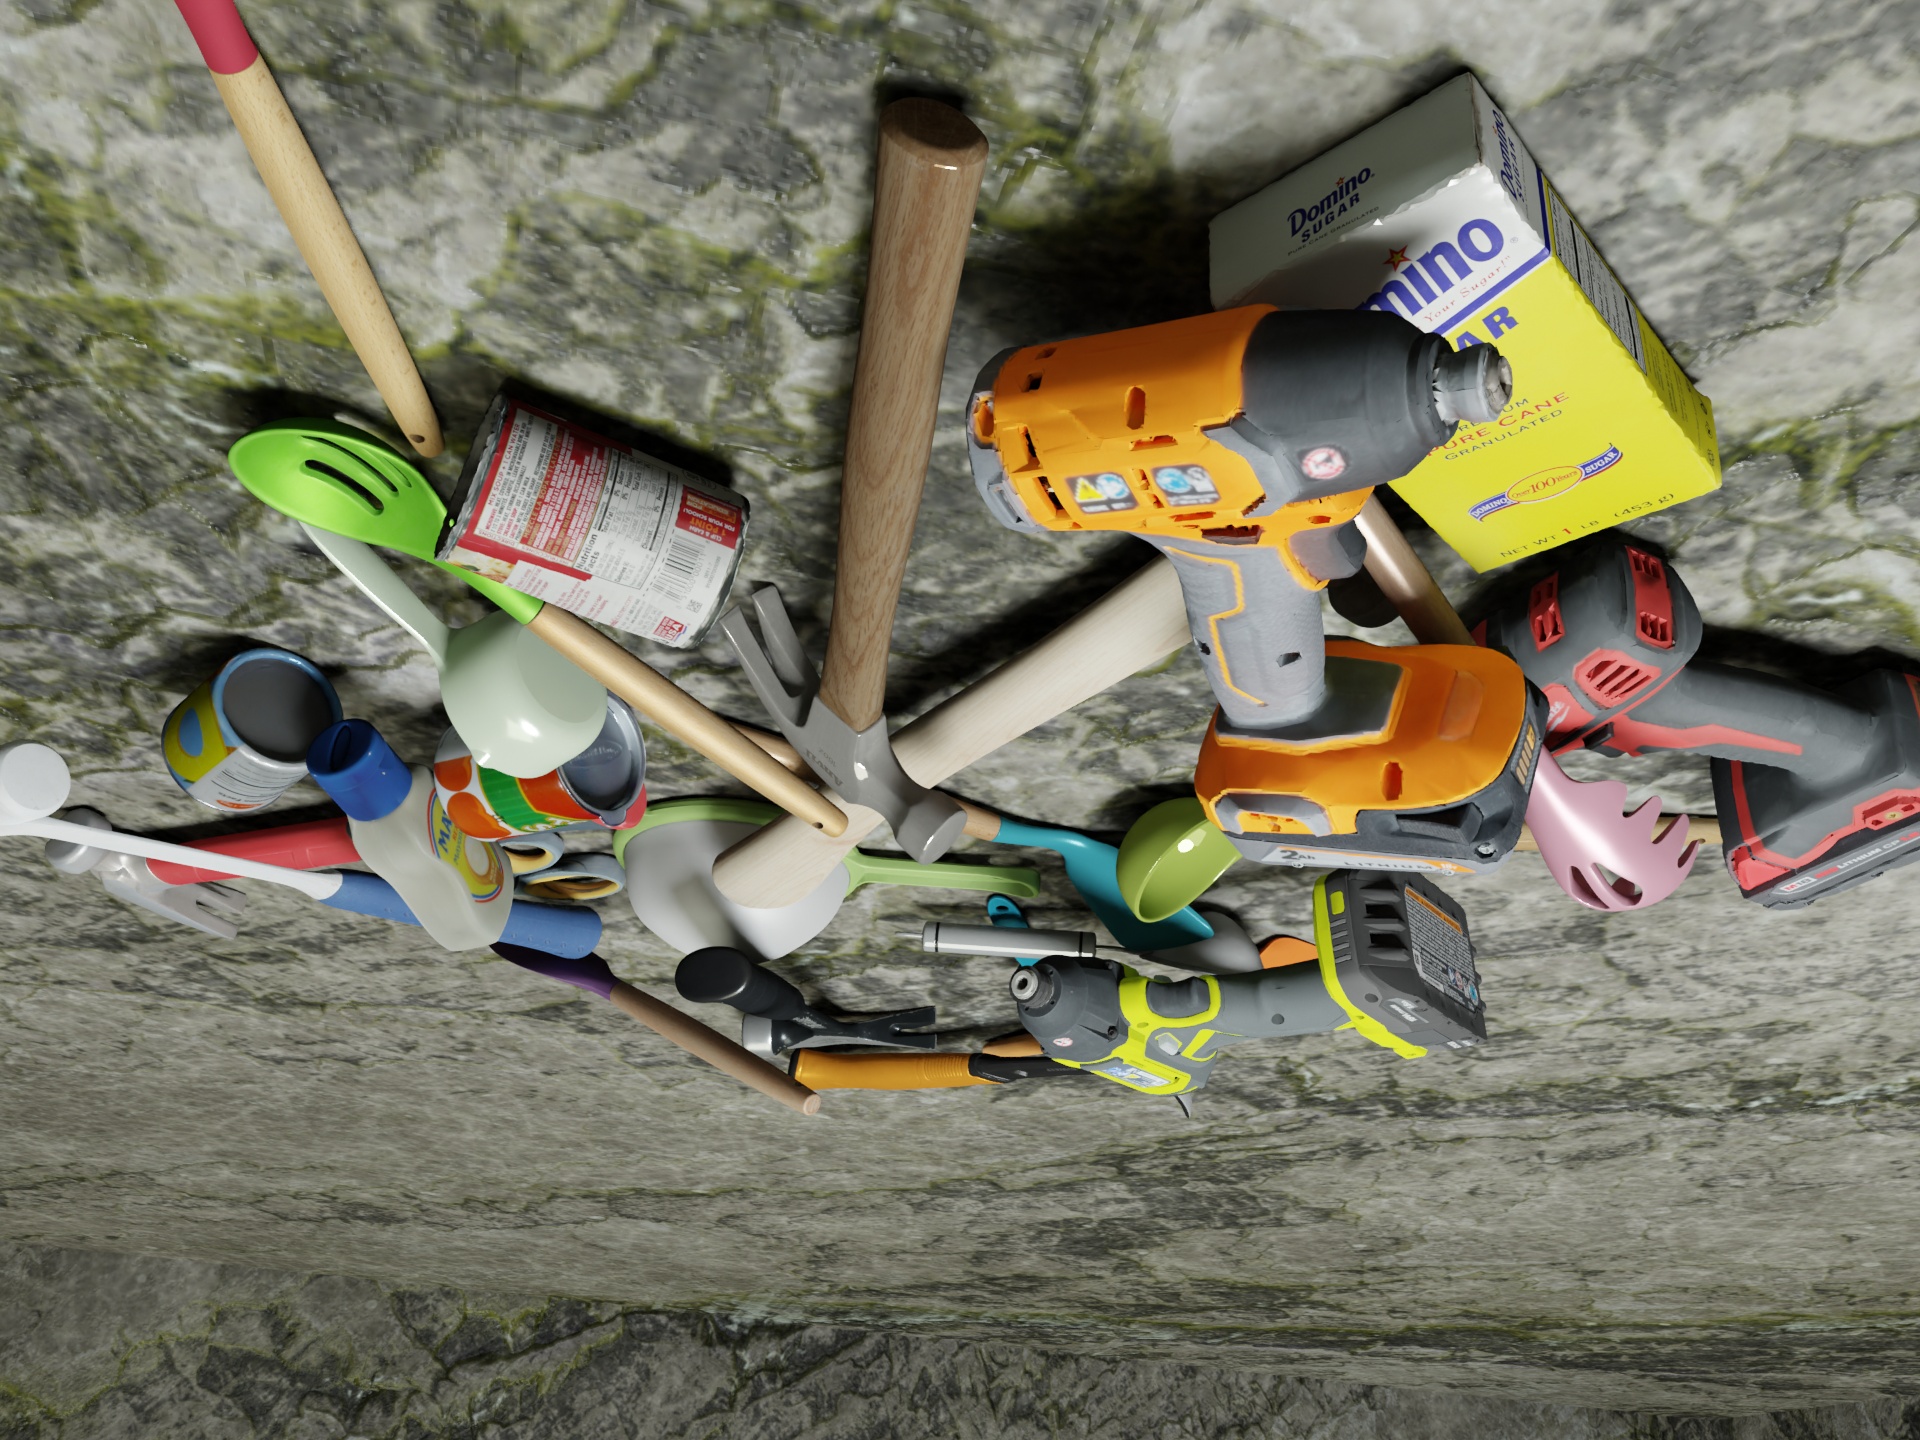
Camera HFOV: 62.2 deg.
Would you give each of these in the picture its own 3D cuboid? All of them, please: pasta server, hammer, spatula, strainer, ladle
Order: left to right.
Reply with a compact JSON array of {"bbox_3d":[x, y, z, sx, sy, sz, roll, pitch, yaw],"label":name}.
[{"bbox_3d":[-0.209,-0.179,0.483,0.069,0.031,0.315,5,153,4],"label":"ladle"},{"bbox_3d":[-0.351,0.085,0.845,0.144,0.035,0.405,-14,159,27],"label":"hammer"},{"bbox_3d":[-0.348,0.076,0.944,0.386,0.038,0.143,-9,150,22],"label":"hammer"},{"bbox_3d":[-0.194,0.174,0.966,0.316,0.018,0.059,17,-167,41],"label":"spatula"},{"bbox_3d":[-0.106,0.186,1.022,0.149,0.036,0.408,-2,165,5],"label":"hammer"},{"bbox_3d":[-0.082,0.110,0.937,0.256,0.069,0.151,3,151,5],"label":"strainer"},{"bbox_3d":[-0.033,-0.076,0.592,0.130,0.031,0.331,40,147,19],"label":"hammer"},{"bbox_3d":[-0.004,0.061,0.867,0.317,0.044,0.082,21,157,-25],"label":"spatula"},{"bbox_3d":[-0.001,-0.002,0.727,0.146,0.038,0.410,26,140,-31],"label":"hammer"},{"bbox_3d":[0.009,0.267,1.211,0.337,0.034,0.127,-9,146,33],"label":"hammer"},{"bbox_3d":[0.087,0.140,0.990,0.258,0.050,0.087,3,177,5],"label":"strainer"},{"bbox_3d":[0.129,0.210,1.140,0.081,0.041,0.322,26,148,-34],"label":"spatula"},{"bbox_3d":[0.243,0.071,0.843,0.320,0.062,0.078,-1,144,4],"label":"ladle"},{"bbox_3d":[0.197,-0.024,0.615,0.060,0.040,0.316,-17,125,44],"label":"pasta server"}]

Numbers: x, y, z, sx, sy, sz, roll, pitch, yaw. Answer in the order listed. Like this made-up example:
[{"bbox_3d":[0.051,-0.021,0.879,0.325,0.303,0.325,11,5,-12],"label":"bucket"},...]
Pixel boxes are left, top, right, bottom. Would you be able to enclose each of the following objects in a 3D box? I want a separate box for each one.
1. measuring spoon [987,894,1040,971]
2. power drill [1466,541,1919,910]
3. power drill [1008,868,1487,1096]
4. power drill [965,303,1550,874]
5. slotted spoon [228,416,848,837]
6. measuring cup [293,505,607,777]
[{"bbox_3d":[0.042,0.143,1.042,0.042,0.021,0.128,-12,138,15],"label":"measuring spoon"},{"bbox_3d":[0.304,0.014,0.714,0.226,0.080,0.188,18,148,-17],"label":"power drill"},{"bbox_3d":[0.150,0.146,0.856,0.223,0.080,0.171,-20,147,31],"label":"power drill"},{"bbox_3d":[0.121,-0.041,0.526,0.164,0.084,0.226,-1,141,38],"label":"power drill"},{"bbox_3d":[-0.164,-0.032,0.687,0.070,0.031,0.313,-23,130,40],"label":"slotted spoon"},{"bbox_3d":[-0.219,-0.044,0.697,0.038,0.083,0.167,-23,126,25],"label":"measuring cup"}]
